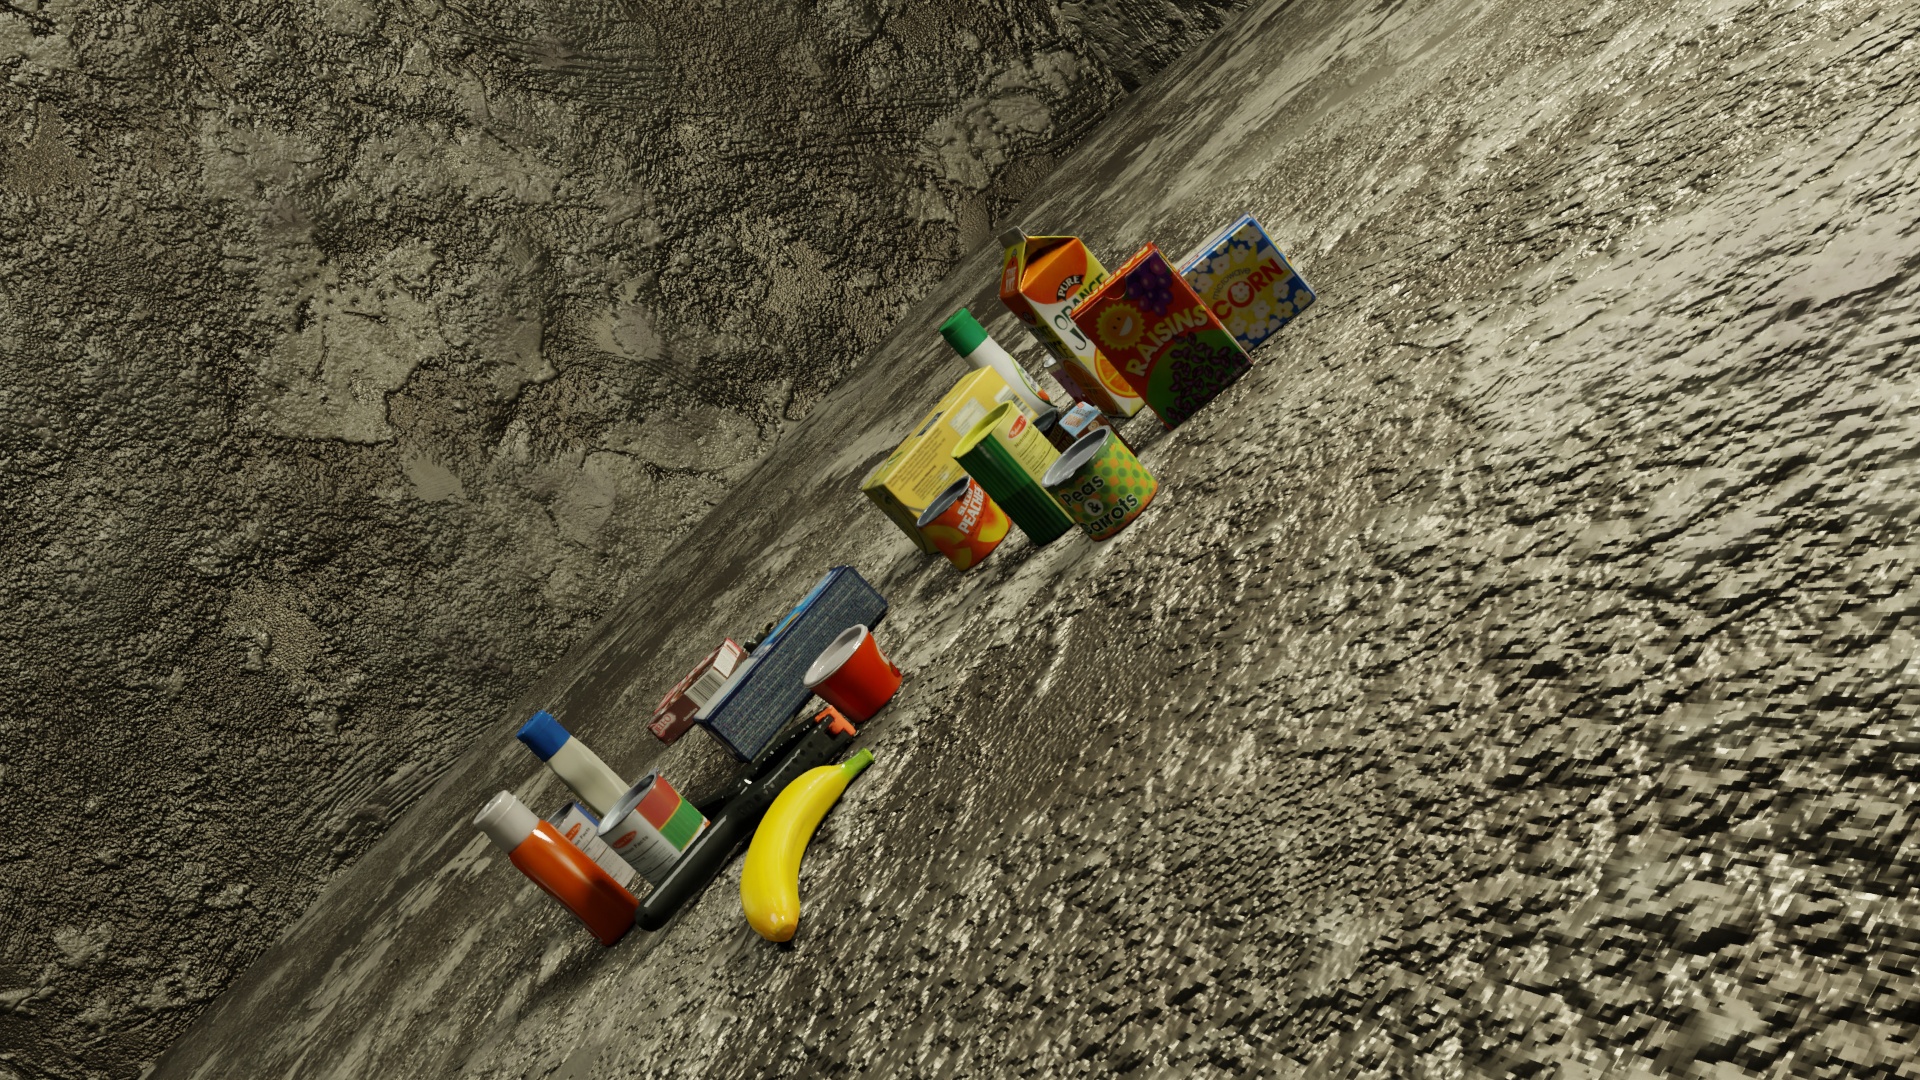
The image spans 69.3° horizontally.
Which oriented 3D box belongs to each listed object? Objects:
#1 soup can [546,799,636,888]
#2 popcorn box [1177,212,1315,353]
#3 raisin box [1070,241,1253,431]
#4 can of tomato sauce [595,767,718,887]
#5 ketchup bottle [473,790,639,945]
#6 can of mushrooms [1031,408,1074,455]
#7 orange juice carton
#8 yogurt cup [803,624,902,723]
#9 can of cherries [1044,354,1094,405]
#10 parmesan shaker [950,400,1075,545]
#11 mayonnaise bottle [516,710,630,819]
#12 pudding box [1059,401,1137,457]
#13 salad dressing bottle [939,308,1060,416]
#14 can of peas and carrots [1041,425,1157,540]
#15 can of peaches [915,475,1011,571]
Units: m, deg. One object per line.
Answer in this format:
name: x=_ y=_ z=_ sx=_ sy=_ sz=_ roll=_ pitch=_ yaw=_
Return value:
soup can: x=-0.342 y=0.286 z=1.252 sx=0.071 sy=0.083 sz=0.071 roll=-41 pitch=13 yaw=12
popcorn box: x=0.211 y=-0.192 z=1.125 sx=0.126 sy=0.085 sz=0.038 roll=-39 pitch=14 yaw=18
raisin box: x=0.158 y=-0.161 z=1.098 sx=0.086 sy=0.123 sz=0.040 roll=-39 pitch=13 yaw=17
can of tomato sauce: x=-0.234 y=0.234 z=1.098 sx=0.071 sy=0.083 sz=0.071 roll=-41 pitch=13 yaw=12
ketchup bottle: x=-0.329 y=0.266 z=1.134 sx=0.043 sy=0.148 sz=0.064 roll=-47 pitch=13 yaw=-14
can of mushrooms: x=0.078 y=-0.092 z=1.316 sx=0.071 sy=0.033 sz=0.071 roll=-40 pitch=13 yaw=12
orange juice carton: x=0.104 y=-0.202 z=1.235 sx=0.073 sy=0.192 sz=0.072 roll=-44 pitch=13 yaw=-5
yogurt cup: x=-0.084 y=0.109 z=1.113 sx=0.072 sy=0.054 sz=0.072 roll=-40 pitch=13 yaw=12
can of cherries: x=0.125 y=-0.173 z=1.375 sx=0.071 sy=0.058 sz=0.072 roll=-40 pitch=13 yaw=12
parmesan shaker: x=0.049 y=-0.052 z=1.119 sx=0.071 sy=0.103 sz=0.071 roll=-41 pitch=13 yaw=12
mayonnaise bottle: x=-0.372 y=0.230 z=1.372 sx=0.041 sy=0.148 sz=0.064 roll=-46 pitch=13 yaw=-12
pudding box: x=0.114 y=-0.085 z=1.155 sx=0.030 sy=0.049 sz=0.084 roll=-42 pitch=13 yaw=4
salad dressing bottle: x=0.040 y=-0.174 z=1.434 sx=0.044 sy=0.147 sz=0.064 roll=-40 pitch=13 yaw=13
can of peas and carrots: x=0.103 y=-0.041 z=1.026 sx=0.071 sy=0.058 sz=0.071 roll=-40 pitch=13 yaw=12
can of peaches: x=0.004 y=-0.016 z=1.237 sx=0.071 sy=0.058 sz=0.071 roll=-40 pitch=13 yaw=12
